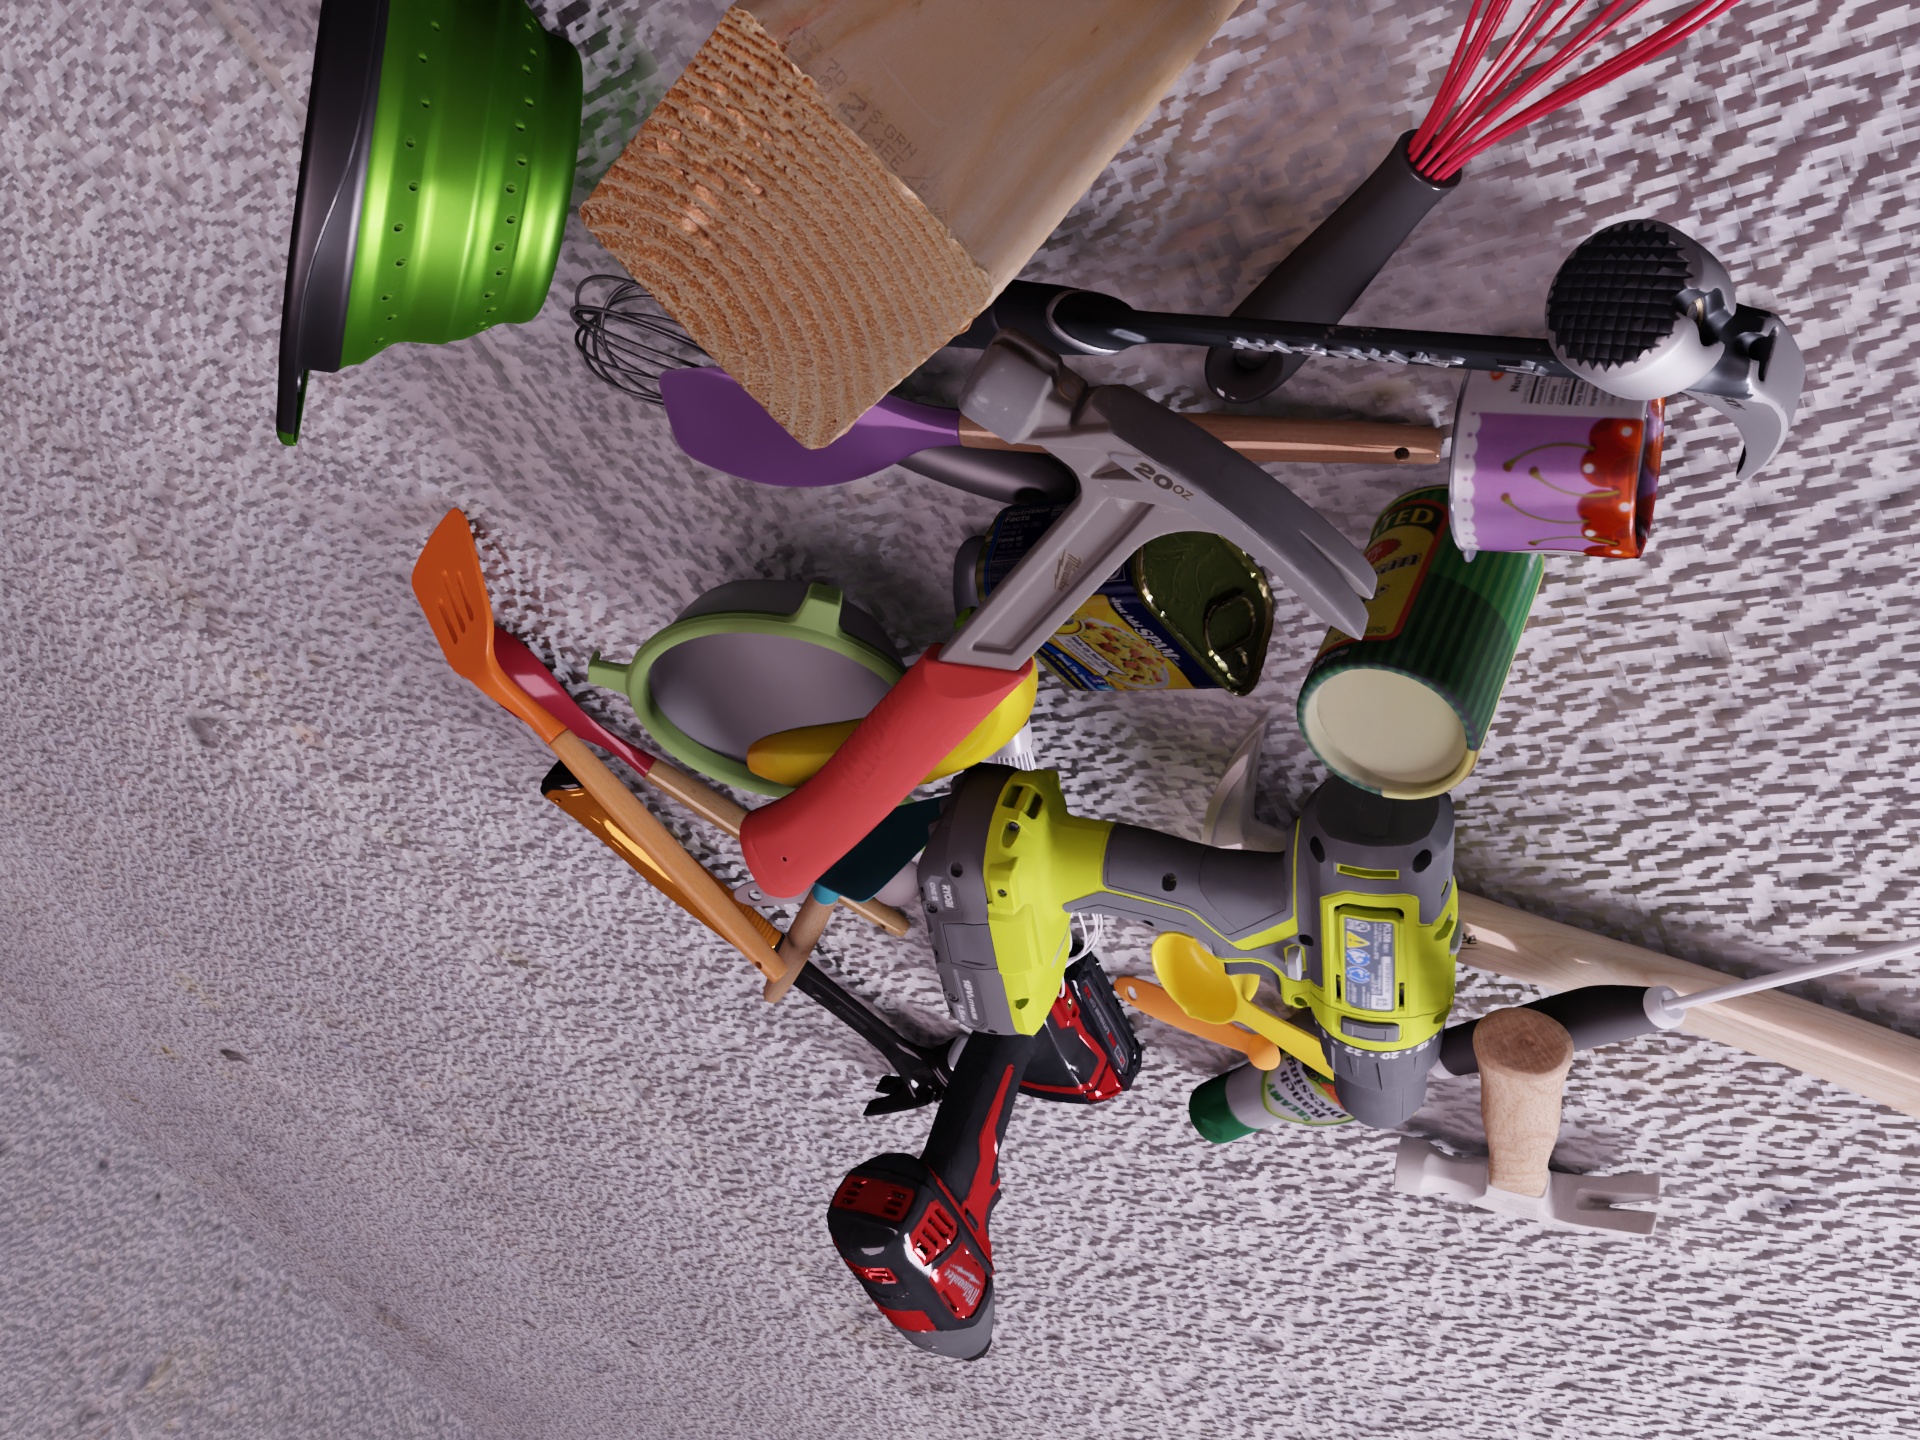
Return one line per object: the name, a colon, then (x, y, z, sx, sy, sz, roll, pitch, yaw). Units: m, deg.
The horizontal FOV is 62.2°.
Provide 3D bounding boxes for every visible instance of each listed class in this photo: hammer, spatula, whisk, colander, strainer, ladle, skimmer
hammer: (0.258, 0.189, 0.727, 0.130, 0.031, 0.331, 8, 158, 22)
spatula: (0.026, -0.113, 0.629, 0.316, 0.018, 0.059, 5, 135, 18)
hammer: (0.062, -0.131, 0.525, 0.409, 0.149, 0.036, 19, 98, 43)
spatula: (-0.206, 0.023, 0.907, 0.322, 0.041, 0.081, 48, 133, -2)
whisk: (0.152, -0.182, 0.476, 0.073, 0.073, 0.295, 36, 149, -4)
colander: (-0.174, -0.277, 0.568, 0.094, 0.205, 0.396, 8, 130, -23)
whisk: (0.028, 0.032, 0.791, 0.070, 0.070, 0.284, 11, 132, 26)
hammer: (0.303, 0.111, 0.698, 0.411, 0.038, 0.146, 18, 138, 18)
hammer: (-0.137, 0.141, 1.034, 0.336, 0.034, 0.127, 42, 140, -14)
strainer: (-0.056, 0.001, 0.823, 0.151, 0.069, 0.256, -14, 141, 30)
ladle: (-0.165, 0.043, 0.963, 0.315, 0.031, 0.069, 33, 148, -2)
skimmer: (0.326, 0.124, 0.600, 0.127, 0.090, 0.363, 13, 153, -32)
spatula: (-0.073, 0.114, 0.887, 0.044, 0.082, 0.317, 41, 150, 6)
whisk: (-0.062, -0.138, 0.683, 0.239, 0.055, 0.055, 21, 141, 9)
hammer: (-0.001, -0.002, 0.633, 0.149, 0.037, 0.359, 32, 143, -9)

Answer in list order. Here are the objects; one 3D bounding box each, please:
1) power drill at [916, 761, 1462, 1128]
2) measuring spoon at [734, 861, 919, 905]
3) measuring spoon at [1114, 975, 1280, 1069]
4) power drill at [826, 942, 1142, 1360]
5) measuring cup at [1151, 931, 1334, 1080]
power drill: (0.108, 0.102, 0.722, 0.228, 0.080, 0.190, 5, 130, 20)
measuring spoon: (-0.082, 0.102, 0.947, 0.124, 0.018, 0.034, -8, 118, 21)
measuring spoon: (0.126, 0.165, 0.873, 0.117, 0.011, 0.021, 18, 119, 45)
power drill: (0.017, 0.238, 0.885, 0.078, 0.220, 0.143, 0, 131, 35)
measuring cup: (0.167, 0.149, 0.810, 0.157, 0.029, 0.062, 30, 140, 30)
